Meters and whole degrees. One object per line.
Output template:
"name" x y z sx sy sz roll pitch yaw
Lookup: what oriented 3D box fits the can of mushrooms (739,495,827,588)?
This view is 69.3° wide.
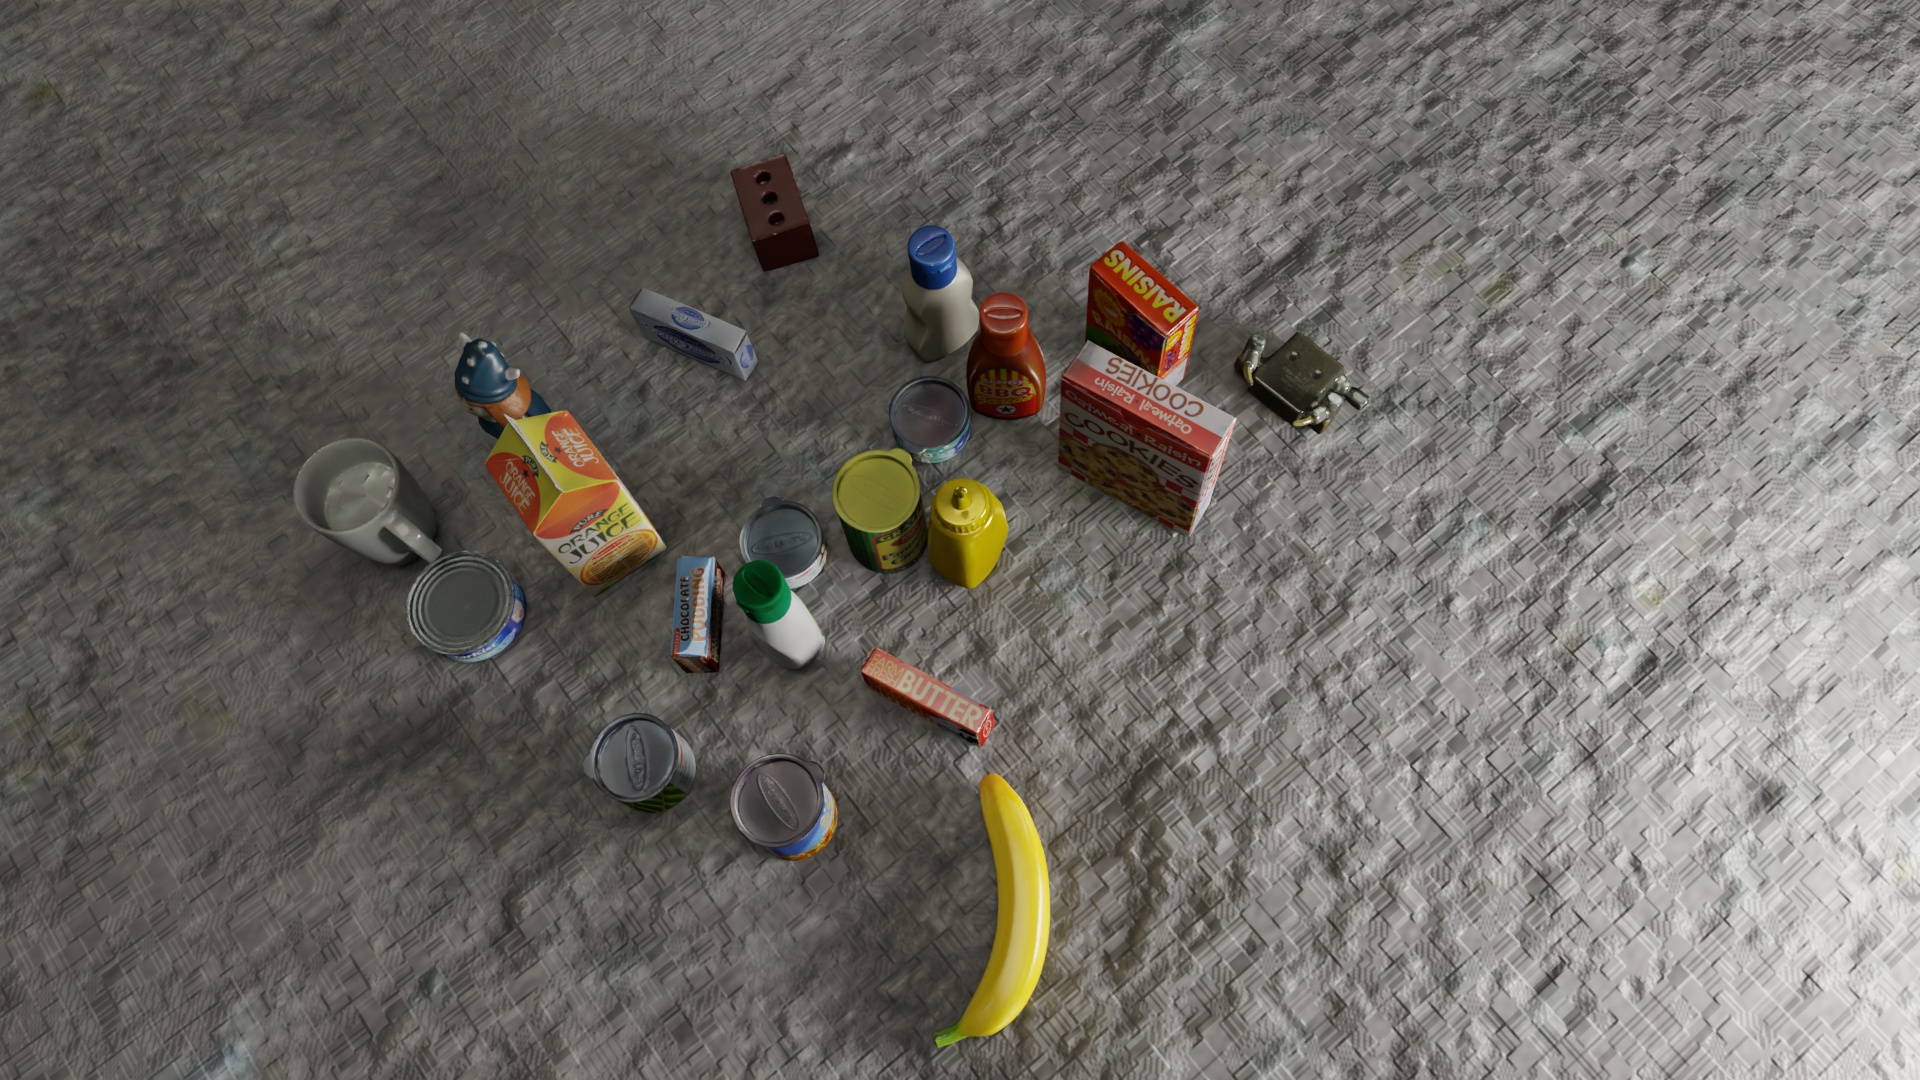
"can of mushrooms" -0.141 0.002 1.112 0.071 0.033 0.071 -1 70 3

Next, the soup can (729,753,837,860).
"soup can" -0.125 0.195 1.014 0.071 0.083 0.071 -1 70 3

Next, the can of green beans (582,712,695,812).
"can of green beans" -0.238 0.168 1.043 0.071 0.057 0.071 -1 70 3

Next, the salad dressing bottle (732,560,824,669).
"salad dressing bottle" -0.137 0.055 1.032 0.064 0.147 0.044 39 77 15

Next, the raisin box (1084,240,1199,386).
"raisin box" 0.142 -0.173 1.114 0.040 0.123 0.086 -41 73 -11

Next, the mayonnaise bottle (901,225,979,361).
"mayonnaise bottle" -0.019 -0.200 1.119 0.065 0.147 0.041 -34 72 -9

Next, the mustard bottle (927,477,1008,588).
"mustard bottle" 0.004 -0.013 1.043 0.049 0.159 0.065 29 74 12

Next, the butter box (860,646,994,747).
"butter box" -0.025 0.119 1.053 0.103 0.053 0.024 27 74 12

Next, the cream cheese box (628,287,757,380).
"cream cheese box" -0.224 -0.174 1.170 0.104 0.053 0.024 24 73 11

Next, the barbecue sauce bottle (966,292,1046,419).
"barbecue sauce bottle" 0.035 -0.144 1.096 0.065 0.148 0.044 3 71 4

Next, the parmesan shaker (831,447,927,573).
"parmesan shaker" -0.059 -0.022 1.080 0.071 0.102 0.071 -1 70 3

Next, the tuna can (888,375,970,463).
"tuna can" -0.026 -0.097 1.143 0.071 0.032 0.071 -1 70 3

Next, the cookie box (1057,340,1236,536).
"cookie box" 0.136 -0.073 1.055 0.123 0.167 0.040 29 75 13

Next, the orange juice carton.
"orange juice carton" -0.292 -0.031 1.047 0.073 0.192 0.072 -35 72 -9

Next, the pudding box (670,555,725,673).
"pudding box" -0.205 0.058 1.086 0.030 0.049 0.084 -1 70 3
